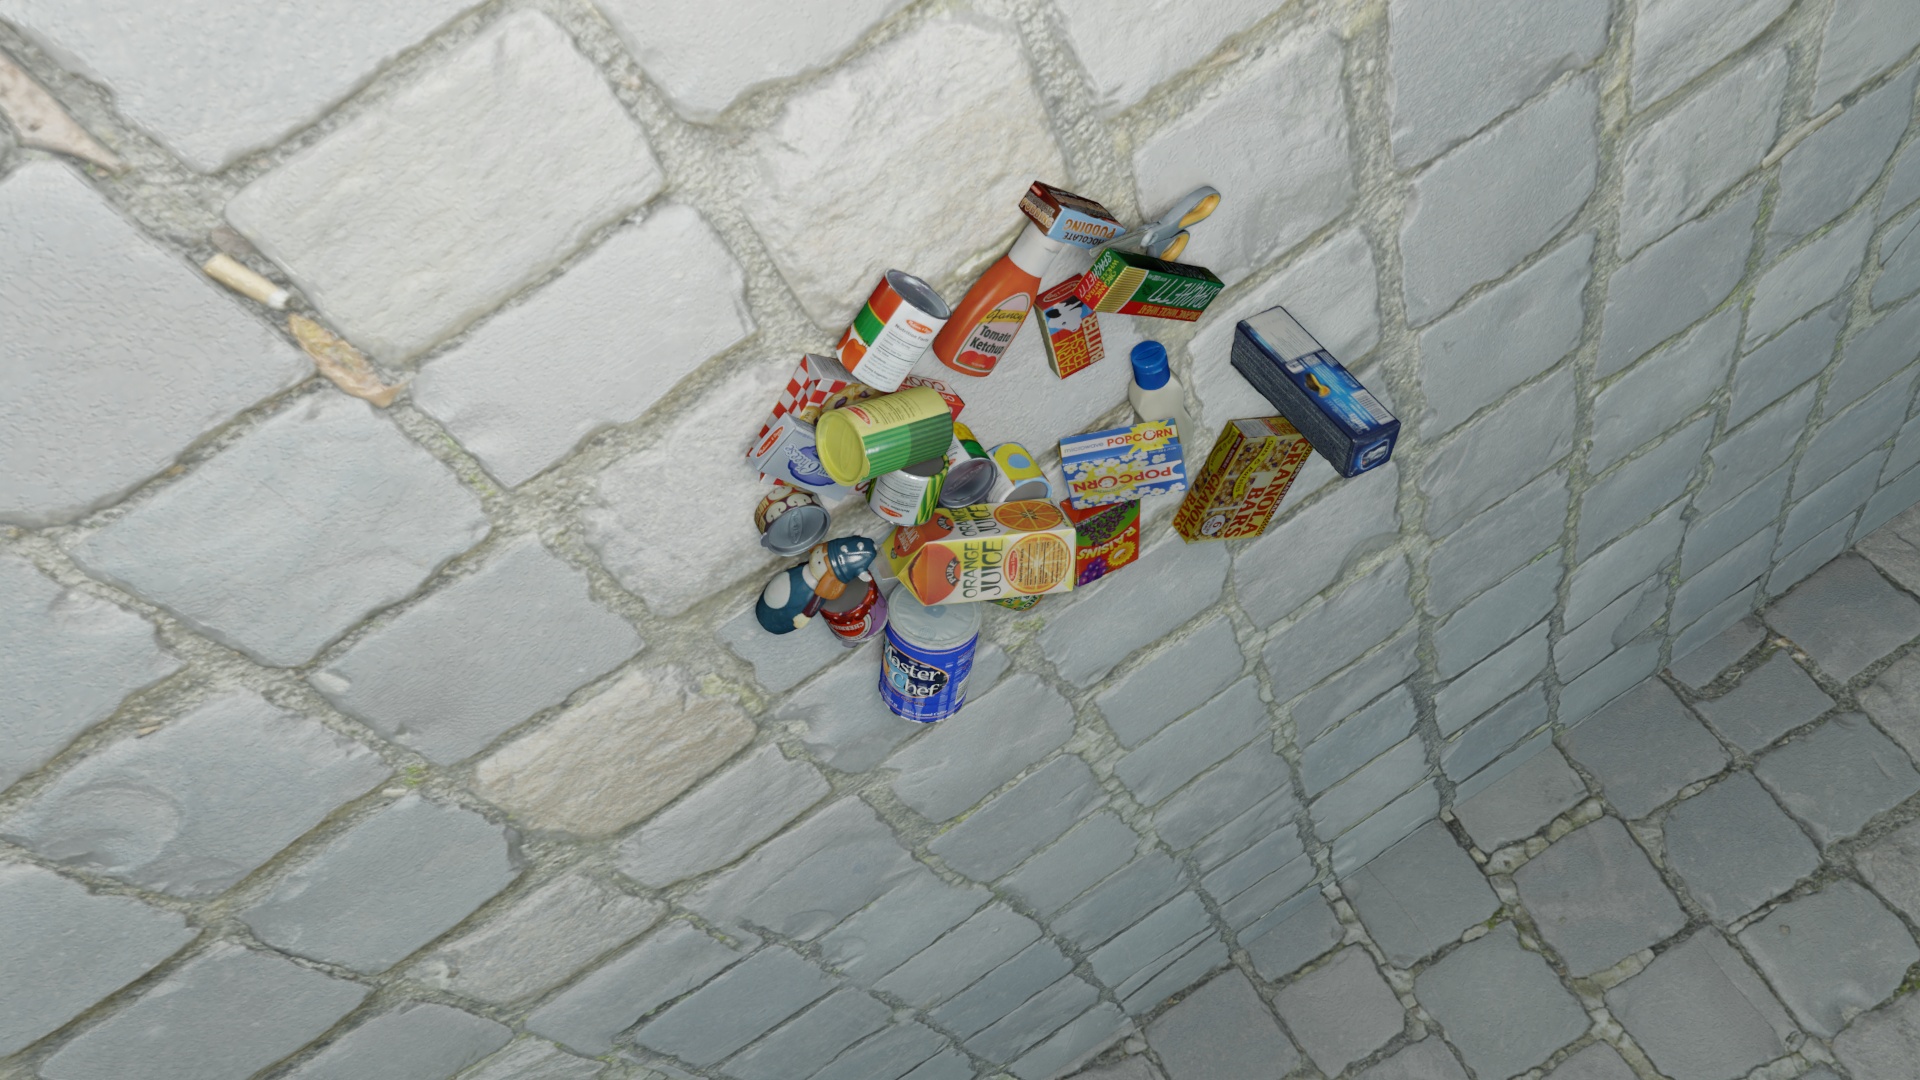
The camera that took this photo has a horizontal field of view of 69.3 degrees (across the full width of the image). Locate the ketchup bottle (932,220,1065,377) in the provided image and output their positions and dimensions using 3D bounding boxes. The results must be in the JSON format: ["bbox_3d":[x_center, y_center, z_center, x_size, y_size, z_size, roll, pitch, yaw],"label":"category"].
[{"bbox_3d":[0.037,-0.216,1.236,0.065,0.044,0.148,9,127,-44],"label":"ketchup bottle"}]

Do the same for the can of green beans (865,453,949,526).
[{"bbox_3d":[-0.048,-0.056,1.266,0.071,0.071,0.057,-8,137,-31],"label":"can of green beans"}]

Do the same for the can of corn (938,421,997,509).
[{"bbox_3d":[-0.005,-0.073,1.359,0.071,0.058,0.070,-21,143,-17],"label":"can of corn"}]

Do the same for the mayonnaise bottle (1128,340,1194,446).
[{"bbox_3d":[0.205,-0.148,1.450,0.065,0.041,0.147,-25,143,-1],"label":"mayonnaise bottle"}]

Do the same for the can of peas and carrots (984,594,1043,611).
[{"bbox_3d":[0.055,0.043,1.532,0.070,0.071,0.059,-47,143,18],"label":"can of peas and carrots"}]

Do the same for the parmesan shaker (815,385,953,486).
[{"bbox_3d":[-0.063,-0.089,1.197,0.103,0.071,0.071,-20,145,-39],"label":"parmesan shaker"}]

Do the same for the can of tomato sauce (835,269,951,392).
[{"bbox_3d":[-0.058,-0.180,1.187,0.071,0.071,0.082,11,126,-45],"label":"can of tomato sauce"}]

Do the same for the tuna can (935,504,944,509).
[{"bbox_3d":[0.005,-0.018,1.423,0.033,0.071,0.071,-38,144,4],"label":"tuna can"}]

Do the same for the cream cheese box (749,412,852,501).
[{"bbox_3d":[-0.129,-0.072,1.223,0.053,0.024,0.104,-46,141,19],"label":"cream cheese box"}]

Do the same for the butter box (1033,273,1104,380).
[{"bbox_3d":[0.104,-0.202,1.320,0.053,0.024,0.103,-29,144,-5],"label":"butter box"}]

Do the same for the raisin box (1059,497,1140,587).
[{"bbox_3d":[0.160,-0.010,1.578,0.086,0.040,0.122,-25,145,-13],"label":"raisin box"}]

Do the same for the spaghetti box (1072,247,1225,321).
[{"bbox_3d":[0.178,-0.231,1.271,0.050,0.029,0.251,-52,161,24],"label":"spaghetti box"}]

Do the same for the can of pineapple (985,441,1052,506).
[{"bbox_3d":[0.054,-0.058,1.423,0.071,0.058,0.070,-21,143,-17],"label":"can of pineapple"}]

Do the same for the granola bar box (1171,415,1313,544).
[{"bbox_3d":[0.337,-0.072,1.643,0.124,0.039,0.164,-6,136,-32],"label":"granola bar box"}]

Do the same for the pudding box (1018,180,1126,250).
[{"bbox_3d":[0.097,-0.278,1.203,0.084,0.050,0.030,6,128,-42],"label":"pudding box"}]

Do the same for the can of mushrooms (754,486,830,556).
[{"bbox_3d":[-0.162,-0.019,1.322,0.071,0.033,0.070,-21,144,-17],"label":"can of mushrooms"}]

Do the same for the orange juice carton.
[{"bbox_3d":[0.010,0.013,1.360,0.193,0.072,0.072,-6,118,-13],"label":"orange juice carton"}]

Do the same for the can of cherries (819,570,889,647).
[{"bbox_3d":[-0.113,0.066,1.428,0.071,0.072,0.058,-29,144,-5],"label":"can of cherries"}]

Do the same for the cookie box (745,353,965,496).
[{"bbox_3d":[-0.094,-0.099,1.274,0.168,0.040,0.122,6,129,-42],"label":"cookie box"}]

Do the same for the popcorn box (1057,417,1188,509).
[{"bbox_3d":[0.172,-0.080,1.468,0.127,0.038,0.085,-10,144,9],"label":"popcorn box"}]
